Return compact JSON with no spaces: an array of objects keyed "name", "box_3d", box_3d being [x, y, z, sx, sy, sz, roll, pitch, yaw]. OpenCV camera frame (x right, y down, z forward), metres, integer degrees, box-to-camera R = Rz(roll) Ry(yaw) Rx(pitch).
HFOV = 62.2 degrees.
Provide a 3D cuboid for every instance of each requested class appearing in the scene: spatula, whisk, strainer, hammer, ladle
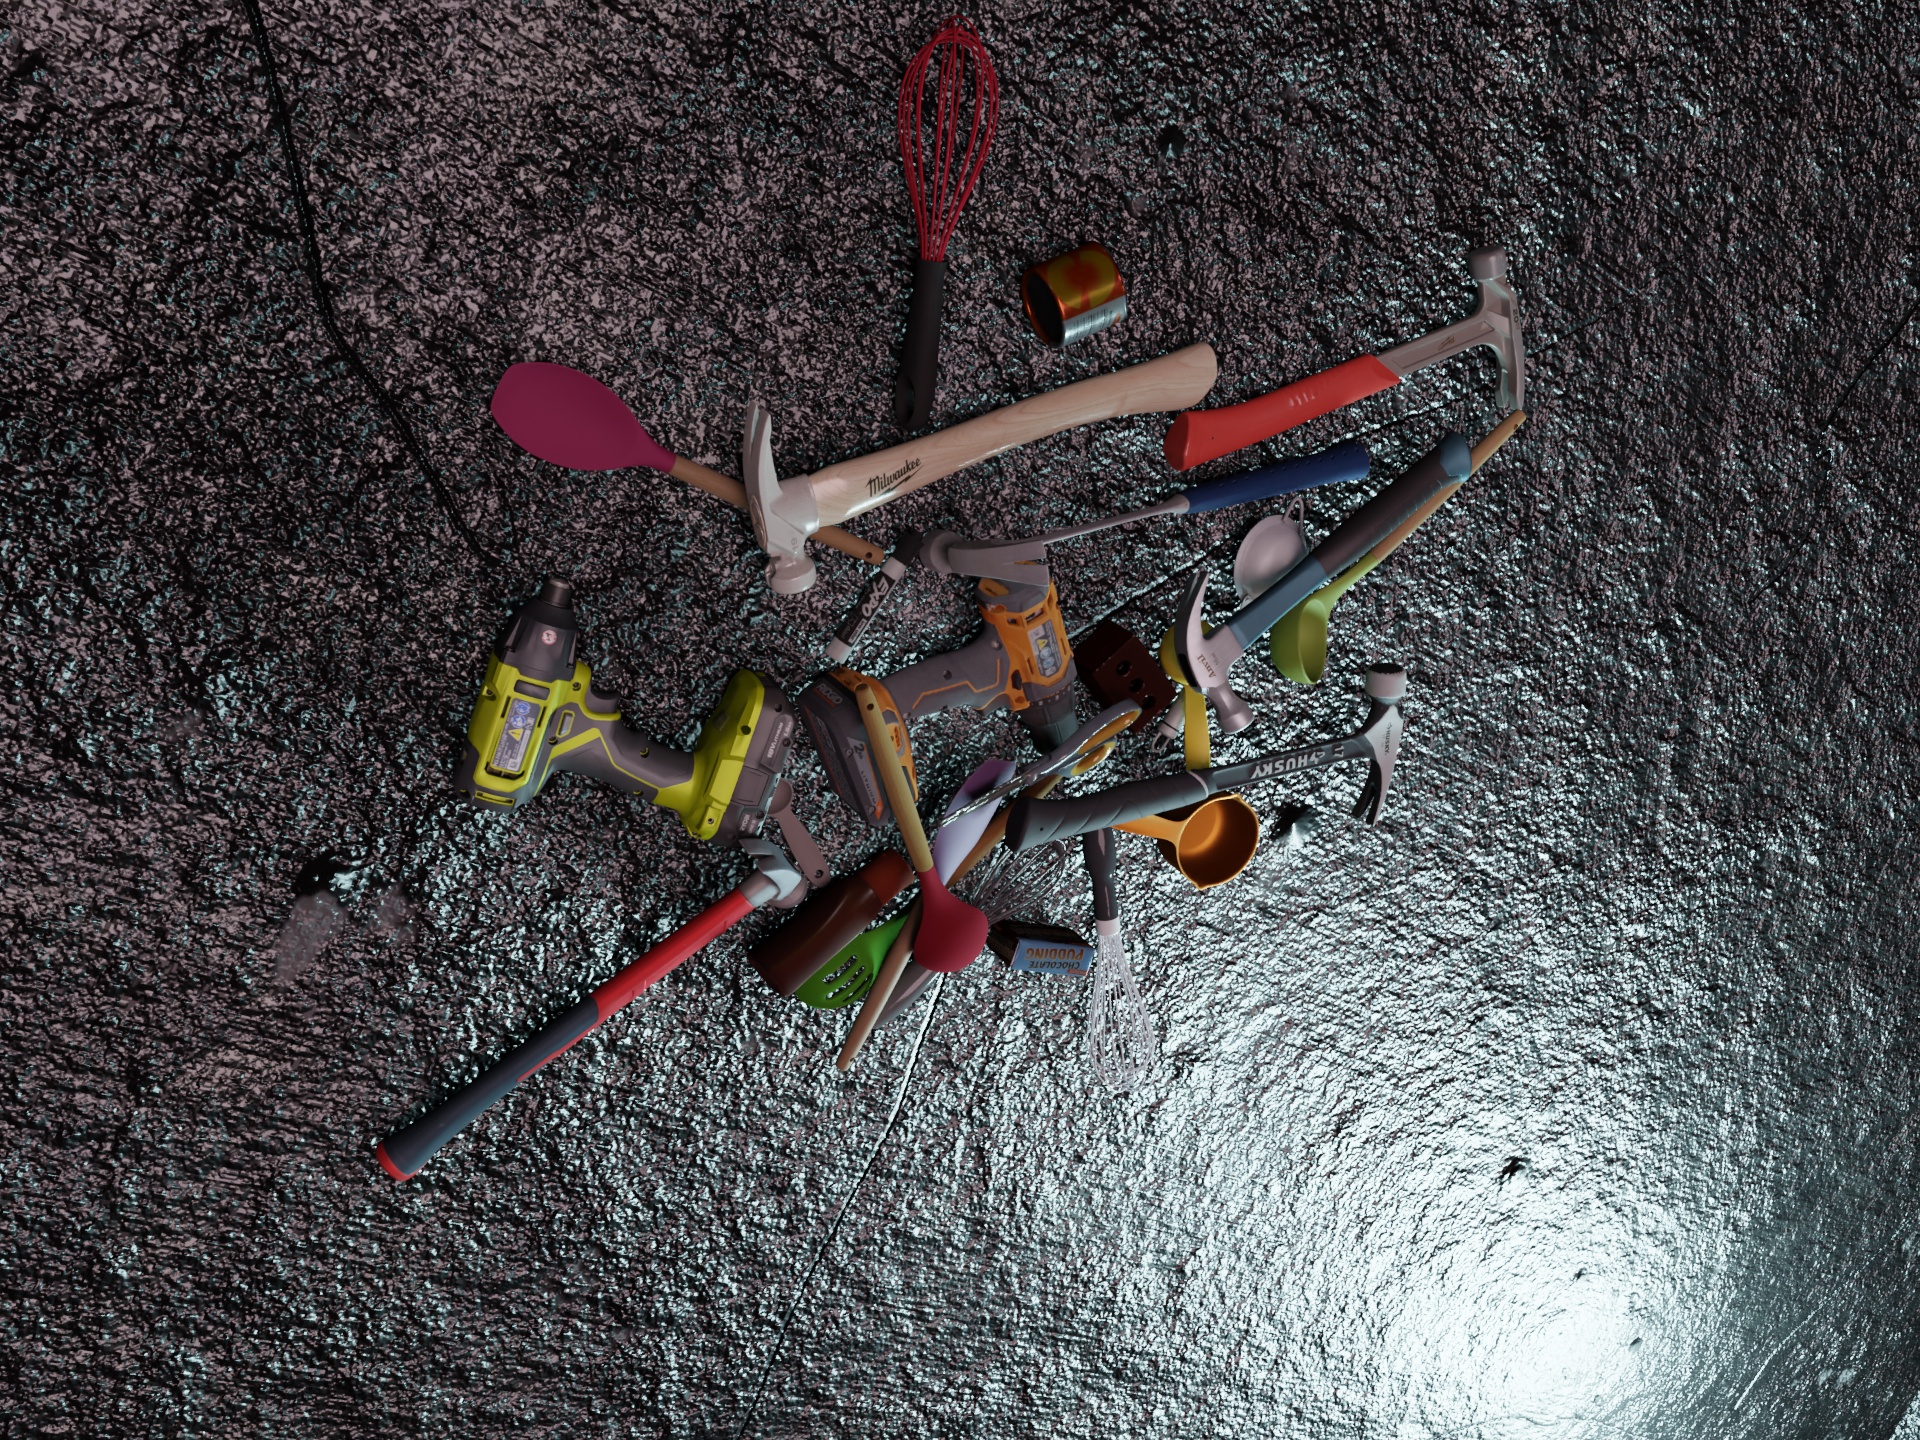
[{"name":"spatula","box_3d":[-0.037,0.166,1.328,0.059,0.018,0.316,5,118,-48]},{"name":"whisk","box_3d":[0.137,0.214,1.454,0.070,0.070,0.284,-15,109,-20]},{"name":"strainer","box_3d":[0.243,-0.079,1.404,0.086,0.050,0.258,27,99,-38]},{"name":"hammer","box_3d":[0.221,0.056,1.380,0.409,0.036,0.149,-12,113,-25]},{"name":"whisk","box_3d":[-0.019,-0.359,1.171,0.073,0.073,0.295,-2,114,-24]},{"name":"hammer","box_3d":[0.316,-0.137,1.363,0.331,0.033,0.128,-39,104,-13]},{"name":"hammer","box_3d":[0.174,-0.173,1.299,0.405,0.144,0.035,-17,109,-26]},{"name":"ladle","box_3d":[-0.034,0.095,1.254,0.069,0.031,0.315,-26,128,-11]},{"name":"hammer","box_3d":[0.336,-0.283,1.375,0.359,0.037,0.149,-24,117,-16]},{"name":"hammer","box_3d":[-0.290,0.223,1.226,0.386,0.143,0.038,-37,75,-4]},{"name":"ladle","box_3d":[0.396,-0.158,1.422,0.320,0.062,0.078,-44,139,0]},{"name":"whisk","box_3d":[0.006,0.183,1.383,0.239,0.055,0.055,-44,120,-1]},{"name":"hammer","box_3d":[0.026,-0.229,1.224,0.410,0.038,0.146,-23,129,-22]}]

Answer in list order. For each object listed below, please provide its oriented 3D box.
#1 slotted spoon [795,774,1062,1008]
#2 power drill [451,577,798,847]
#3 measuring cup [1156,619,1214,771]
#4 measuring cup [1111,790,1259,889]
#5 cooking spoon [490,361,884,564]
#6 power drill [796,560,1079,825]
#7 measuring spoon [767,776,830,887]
[{"name":"slotted spoon","box_3d":[-0.017,0.137,1.367,0.314,0.031,0.070,-43,127,-7]},{"name":"power drill","box_3d":[-0.244,0.001,1.183,0.223,0.080,0.171,16,101,-26]},{"name":"measuring cup","box_3d":[0.204,-0.010,1.385,0.062,0.029,0.156,-3,96,11]},{"name":"measuring cup","box_3d":[0.186,0.092,1.431,0.173,0.052,0.095,14,102,-27]},{"name":"cooking spoon","box_3d":[-0.191,-0.179,1.175,0.318,0.017,0.068,22,107,-29]},{"name":"power drill","box_3d":[-0.002,-0.004,1.293,0.226,0.084,0.185,-31,127,-18]},{"name":"measuring spoon","box_3d":[-0.137,0.091,1.303,0.034,0.018,0.124,-33,126,-11]}]
